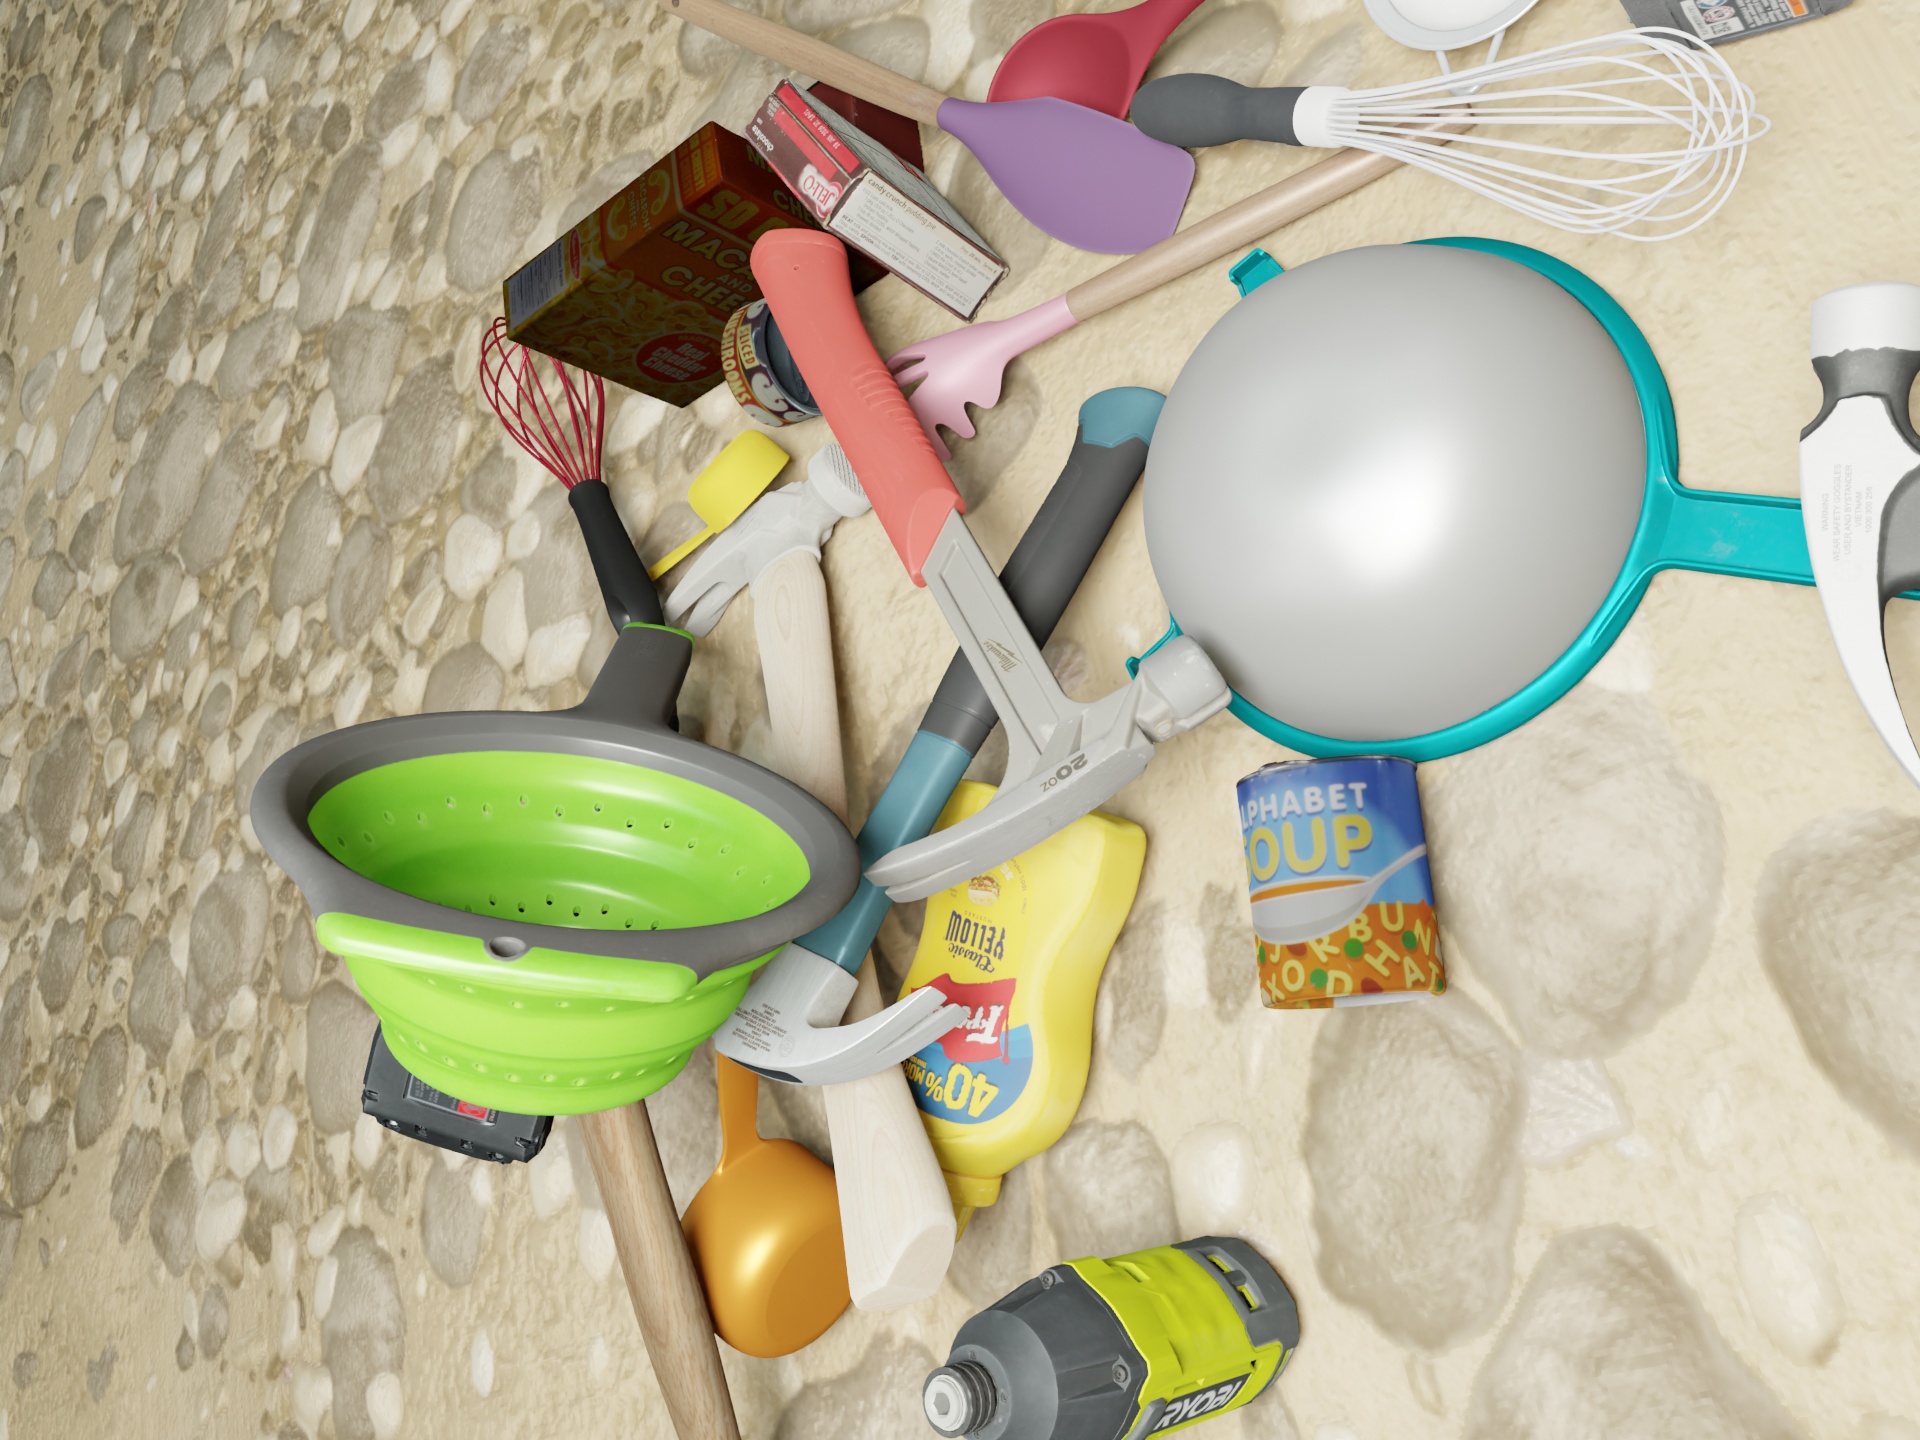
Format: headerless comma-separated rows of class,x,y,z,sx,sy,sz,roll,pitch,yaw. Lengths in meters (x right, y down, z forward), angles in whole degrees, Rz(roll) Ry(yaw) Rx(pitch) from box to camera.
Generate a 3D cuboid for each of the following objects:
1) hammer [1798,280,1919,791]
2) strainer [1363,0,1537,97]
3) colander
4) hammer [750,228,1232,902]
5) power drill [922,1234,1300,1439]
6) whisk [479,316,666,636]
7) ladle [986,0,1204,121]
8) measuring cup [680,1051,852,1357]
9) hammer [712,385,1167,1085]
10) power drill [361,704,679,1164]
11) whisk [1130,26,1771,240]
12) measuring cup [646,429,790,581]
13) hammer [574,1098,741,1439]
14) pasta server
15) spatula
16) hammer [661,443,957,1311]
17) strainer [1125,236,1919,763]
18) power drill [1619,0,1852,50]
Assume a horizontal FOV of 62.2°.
hammer,0.391,-0.050,0.384,0.335,0.035,0.146,1,86,31
strainer,0.189,-0.369,0.611,0.087,0.050,0.258,-4,99,37
colander,-0.148,0.048,0.641,0.397,0.204,0.094,-101,22,-72
hammer,-0.030,-0.096,0.684,0.149,0.036,0.359,-32,54,6
power drill,0.009,0.285,0.573,0.080,0.171,0.223,45,113,37
whisk,-0.218,-0.142,0.909,0.073,0.073,0.296,-45,52,24
ladle,0.118,-0.325,0.660,0.315,0.031,0.069,-25,90,50
measuring cup,-0.079,0.201,0.689,0.052,0.095,0.173,26,126,37
hammer,-0.001,-0.002,0.659,0.128,0.033,0.331,20,73,35
power drill,-0.192,0.085,0.763,0.080,0.227,0.188,18,103,-1
whisk,0.163,-0.228,0.603,0.285,0.070,0.070,27,98,47
measuring cup,-0.152,-0.109,0.870,0.156,0.029,0.062,-30,22,40
hammer,-0.114,0.281,0.673,0.130,0.031,0.331,-6,104,38
pasta server,0.078,-0.195,0.715,0.316,0.040,0.060,-20,69,31
spatula,-0.028,-0.301,0.771,0.316,0.018,0.059,31,118,21
hammer,-0.069,0.060,0.723,0.146,0.038,0.411,-37,48,30
strainer,0.189,-0.081,0.549,0.341,0.095,0.211,15,90,42
power drill,0.240,-0.363,0.513,0.084,0.185,0.226,-1,83,38
